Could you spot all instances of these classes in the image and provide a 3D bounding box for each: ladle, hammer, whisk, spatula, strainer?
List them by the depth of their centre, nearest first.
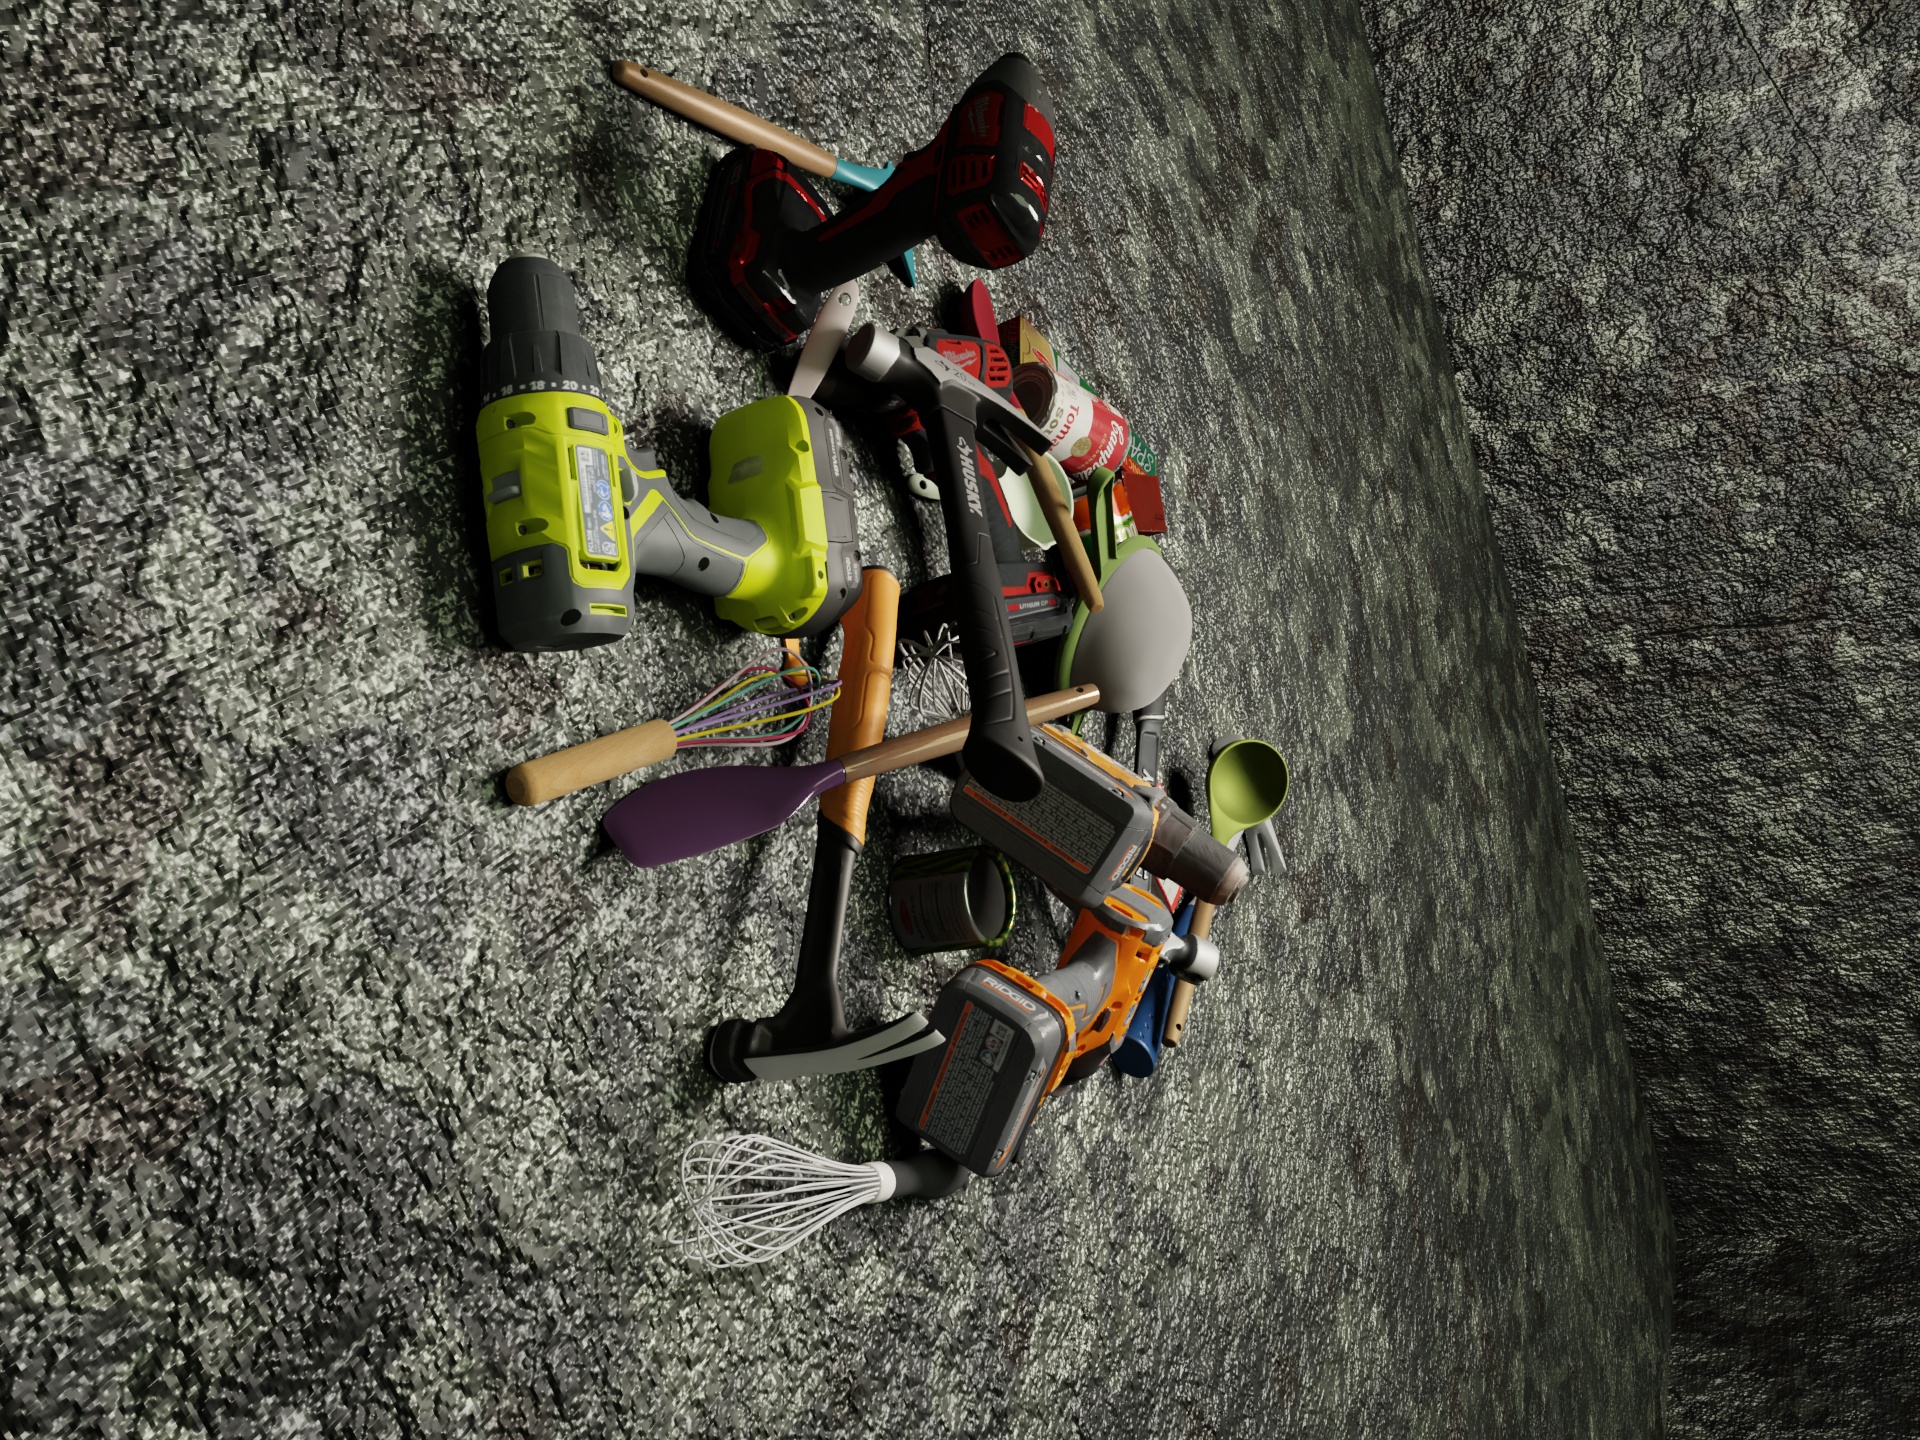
[{"bbox_3d":[-0.147,0.005,0.847,0.047,0.051,0.245,47,33,14],"label":"whisk"},{"bbox_3d":[-0.047,0.020,0.879,0.316,0.060,0.018,-16,136,-32],"label":"spatula"},{"bbox_3d":[-0.064,0.258,0.883,0.284,0.070,0.070,21,63,-60],"label":"whisk"},{"bbox_3d":[-0.060,0.043,0.916,0.034,0.127,0.337,51,34,-45],"label":"hammer"},{"bbox_3d":[0.011,-0.093,0.926,0.146,0.035,0.335,23,41,-33],"label":"hammer"},{"bbox_3d":[-0.002,-0.003,1.007,0.246,0.058,0.059,70,44,-71],"label":"whisk"},{"bbox_3d":[-0.111,-0.365,1.042,0.317,0.044,0.082,3,78,-54],"label":"spatula"},{"bbox_3d":[0.049,-0.203,1.157,0.069,0.031,0.316,51,17,-57],"label":"ladle"},{"bbox_3d":[0.132,-0.091,1.189,0.151,0.069,0.256,-52,154,-23],"label":"strainer"},{"bbox_3d":[0.150,0.013,1.316,0.149,0.036,0.409,27,48,-22],"label":"hammer"},{"bbox_3d":[0.216,0.138,1.330,0.078,0.062,0.320,39,45,-15],"label":"ladle"},{"bbox_3d":[0.211,0.170,1.395,0.406,0.035,0.144,-52,124,-53],"label":"hammer"}]

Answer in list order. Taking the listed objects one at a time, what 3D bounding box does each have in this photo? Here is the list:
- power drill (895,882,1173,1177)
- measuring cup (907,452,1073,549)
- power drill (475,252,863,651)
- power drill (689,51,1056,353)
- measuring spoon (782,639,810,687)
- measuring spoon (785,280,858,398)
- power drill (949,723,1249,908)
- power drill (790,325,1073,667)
[{"bbox_3d":[0.052,0.208,1.039,0.226,0.084,0.164,-19,134,-59],"label":"power drill"},{"bbox_3d":[0.015,-0.167,1.186,0.167,0.038,0.083,-1,84,-43],"label":"measuring cup"},{"bbox_3d":[-0.155,-0.130,0.836,0.228,0.080,0.190,1,80,-57],"label":"power drill"},{"bbox_3d":[-0.045,-0.310,0.936,0.078,0.220,0.143,42,46,-46],"label":"power drill"},{"bbox_3d":[-0.103,-0.077,0.968,0.021,0.011,0.117,4,77,-59],"label":"measuring spoon"},{"bbox_3d":[-0.090,-0.220,0.979,0.034,0.018,0.124,26,80,-16],"label":"measuring spoon"},{"bbox_3d":[0.101,0.071,1.071,0.084,0.185,0.226,-58,166,8],"label":"power drill"},{"bbox_3d":[-0.021,-0.155,1.067,0.188,0.080,0.227,-11,87,-49],"label":"power drill"}]
